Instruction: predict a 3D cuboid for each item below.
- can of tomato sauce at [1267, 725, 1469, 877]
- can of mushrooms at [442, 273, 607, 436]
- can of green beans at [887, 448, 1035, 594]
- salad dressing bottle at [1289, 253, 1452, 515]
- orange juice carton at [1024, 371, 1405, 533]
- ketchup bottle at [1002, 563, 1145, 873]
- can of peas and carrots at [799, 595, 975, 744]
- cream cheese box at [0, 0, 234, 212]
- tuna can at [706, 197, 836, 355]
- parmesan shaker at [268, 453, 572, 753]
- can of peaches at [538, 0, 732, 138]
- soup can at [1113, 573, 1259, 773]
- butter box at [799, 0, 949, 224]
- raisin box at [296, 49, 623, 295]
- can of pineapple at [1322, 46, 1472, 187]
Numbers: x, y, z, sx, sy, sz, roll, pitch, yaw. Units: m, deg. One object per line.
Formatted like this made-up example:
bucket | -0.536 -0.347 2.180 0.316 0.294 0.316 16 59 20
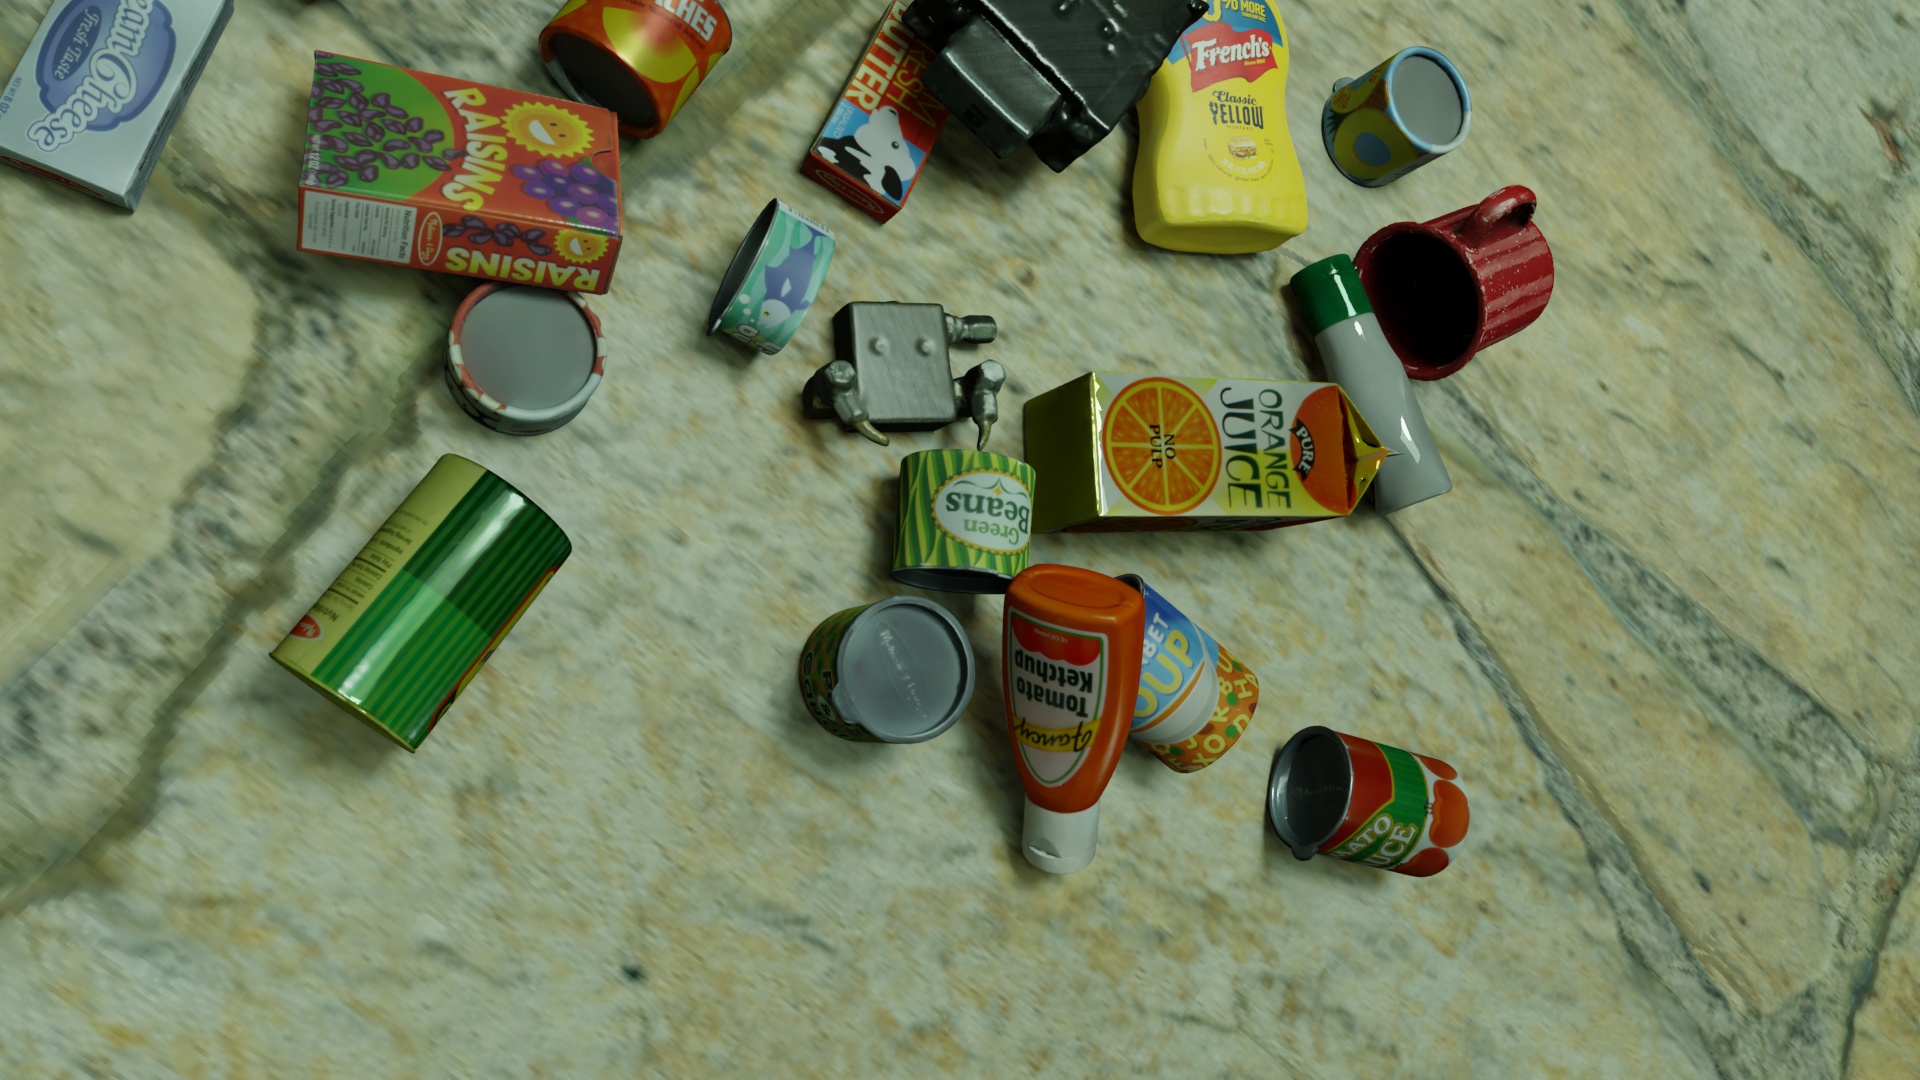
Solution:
can of tomato sauce | 0.218 0.142 0.742 0.083 0.071 0.071 17 76 -23
can of mushrooms | -0.190 -0.083 0.603 0.071 0.033 0.071 3 81 -24
can of green beans | 0.001 -0.008 0.664 0.071 0.071 0.058 10 78 -24
salad dressing bottle | 0.232 -0.089 0.792 0.044 0.064 0.147 -22 83 17
orange juice carton | 0.135 -0.043 0.729 0.193 0.071 0.073 -1 83 -25
ketchup bottle | 0.050 0.086 0.649 0.044 0.065 0.148 -36 134 -50
can of peas and carrots | -0.037 0.062 0.639 0.071 0.058 0.071 4 81 -24
cream cheese box | -0.338 -0.189 0.555 0.053 0.024 0.104 23 73 -22
tuna can | -0.088 -0.118 0.639 0.033 0.071 0.071 27 72 -20
parmesan shaker | -0.211 0.025 0.556 0.071 0.071 0.103 40 68 -15
can of peaches | -0.145 -0.225 0.626 0.071 0.071 0.058 37 70 -16
soup can | 0.098 0.068 0.695 0.083 0.071 0.071 39 68 -15
butter box | -0.035 -0.217 0.702 0.053 0.024 0.104 30 71 -18
raisin box | -0.208 -0.154 0.585 0.123 0.039 0.086 5 51 -25
can of pineapple | 0.259 -0.253 0.827 0.071 0.057 0.071 4 81 -24
